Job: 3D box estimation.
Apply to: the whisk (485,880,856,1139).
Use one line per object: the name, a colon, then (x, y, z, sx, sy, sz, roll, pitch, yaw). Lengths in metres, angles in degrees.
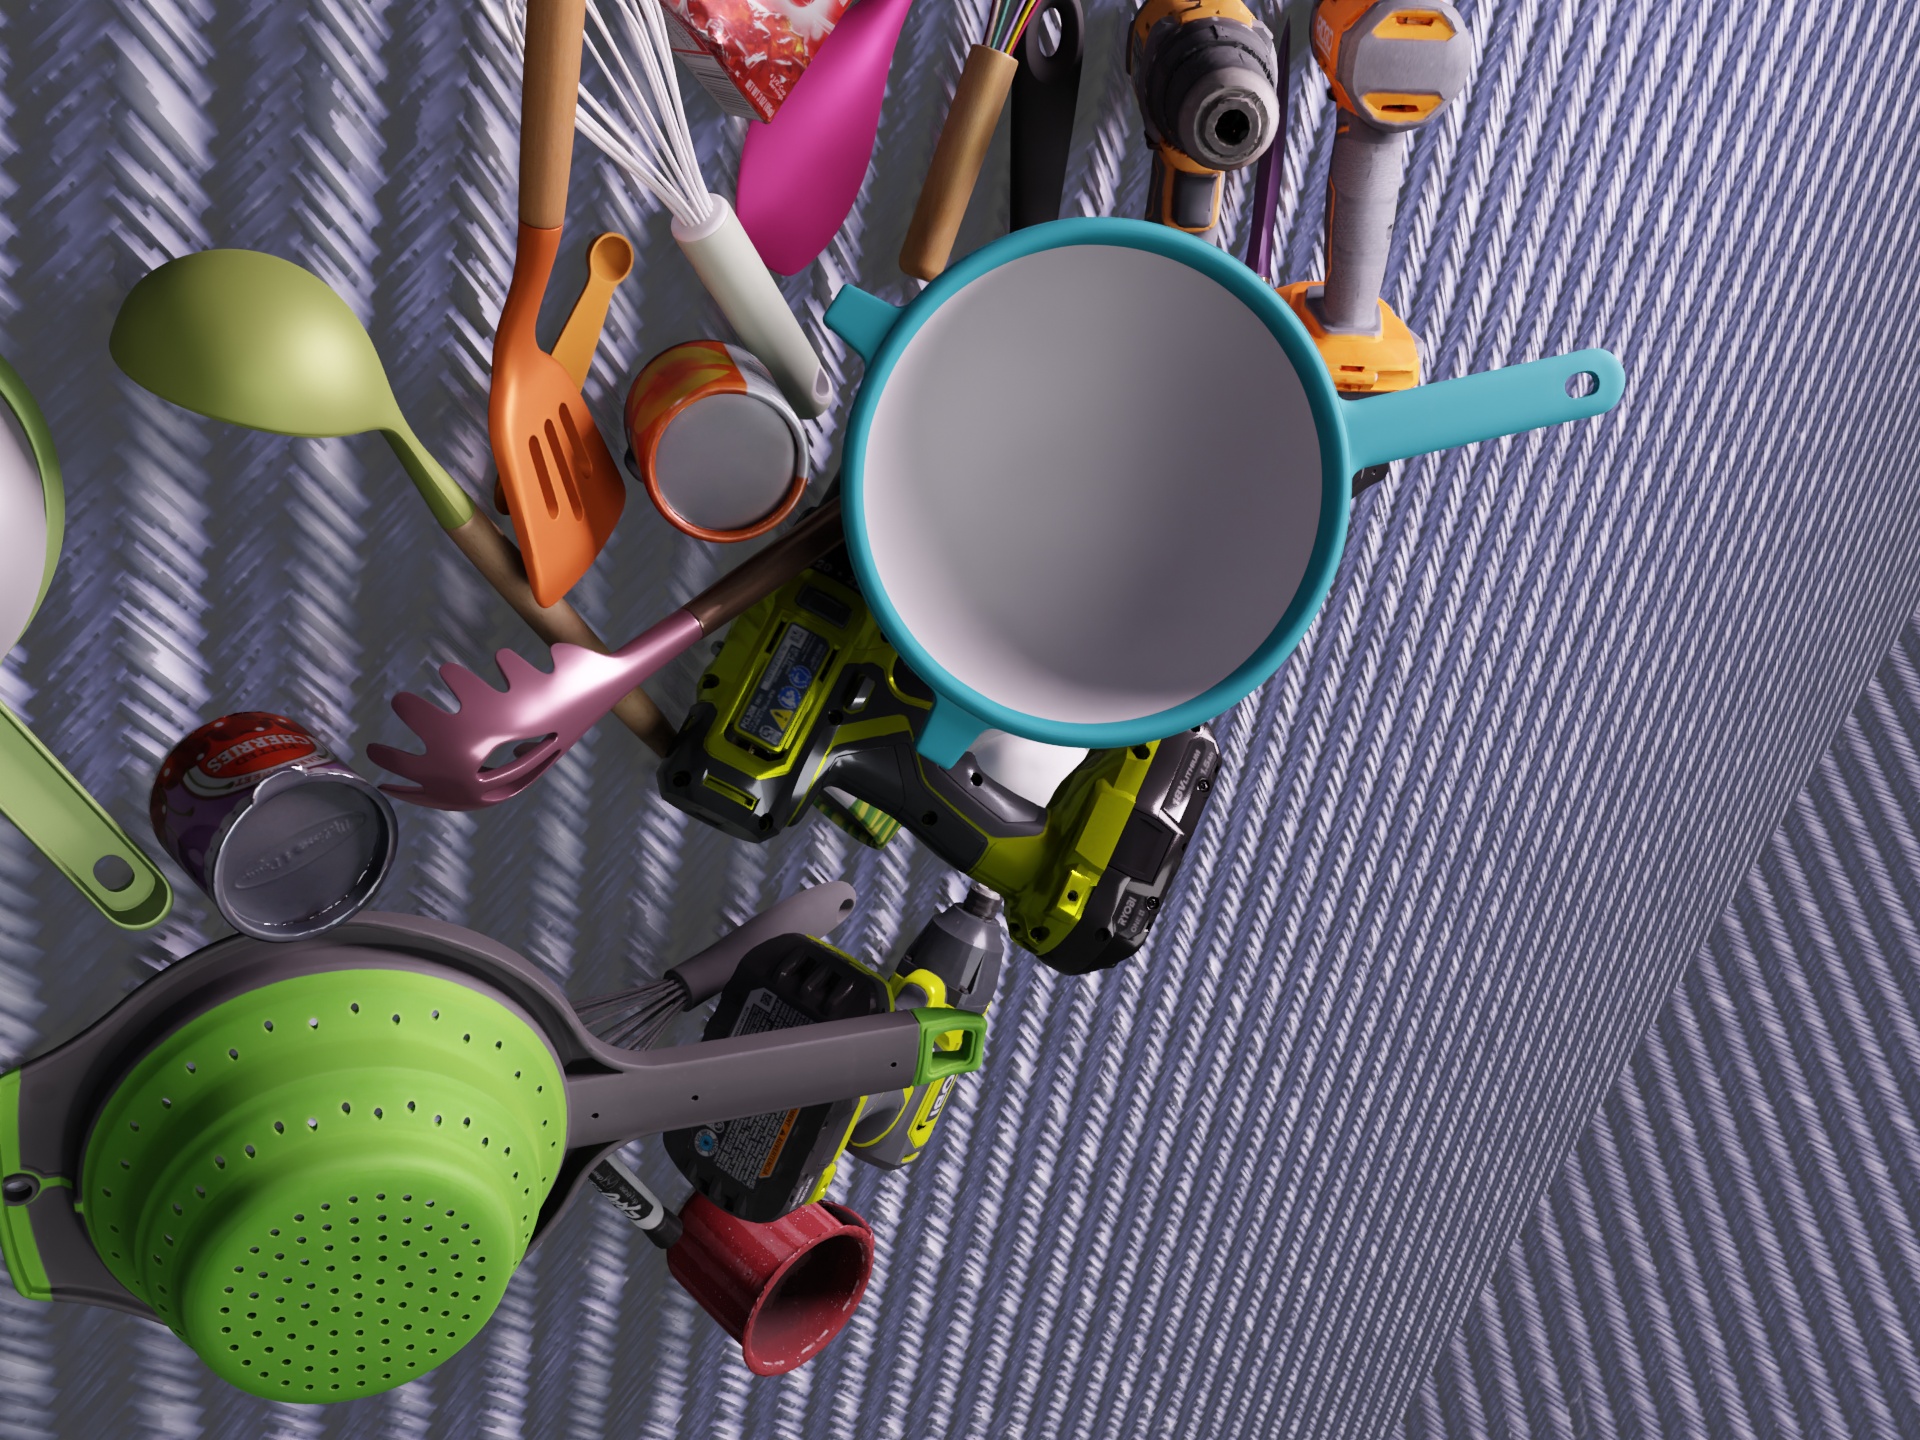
whisk: (-0.136, 0.135, 0.778, 0.239, 0.055, 0.055, -28, 132, -43)

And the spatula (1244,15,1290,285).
spatula: (0.155, -0.211, 0.850, 0.060, 0.018, 0.316, -34, 130, -80)

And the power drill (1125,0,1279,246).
power drill: (0.106, -0.214, 0.741, 0.185, 0.084, 0.226, -89, -179, -58)

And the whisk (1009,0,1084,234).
whisk: (0.032, -0.192, 0.757, 0.073, 0.073, 0.295, -17, 119, -43)

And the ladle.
ladle: (-0.184, -0.054, 0.595, 0.062, 0.078, 0.319, -43, 148, -8)

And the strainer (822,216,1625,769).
strainer: (0.111, -0.113, 0.687, 0.340, 0.095, 0.211, -14, 100, -10)

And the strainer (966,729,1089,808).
strainer: (0.053, -0.014, 0.849, 0.087, 0.050, 0.258, 5, 132, -14)

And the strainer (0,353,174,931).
strainer: (-0.302, -0.010, 0.466, 0.151, 0.069, 0.256, -43, 138, -23)

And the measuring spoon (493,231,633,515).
measuring spoon: (-0.156, -0.133, 0.613, 0.021, 0.011, 0.117, 13, 106, -52)

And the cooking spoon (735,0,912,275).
cooking spoon: (-0.010, -0.331, 0.648, 0.068, 0.017, 0.319, 22, 96, -54)

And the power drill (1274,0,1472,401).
power drill: (0.211, -0.284, 0.858, 0.164, 0.084, 0.226, -86, 178, -55)

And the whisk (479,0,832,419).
whisk: (-0.104, -0.197, 0.604, 0.246, 0.059, 0.058, 57, 38, -55)

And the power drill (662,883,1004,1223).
power drill: (-0.050, 0.170, 0.850, 0.171, 0.080, 0.223, -66, 159, 7)

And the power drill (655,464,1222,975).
power drill: (-0.001, -0.002, 0.734, 0.228, 0.080, 0.191, 29, 75, -11)

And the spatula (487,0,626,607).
spatula: (-0.126, -0.183, 0.517, 0.081, 0.041, 0.322, -69, 178, -49)

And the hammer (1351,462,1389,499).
hammer: (0.164, -0.089, 0.997, 0.335, 0.035, 0.146, -37, 136, -30)

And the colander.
colander: (-0.155, 0.175, 0.626, 0.397, 0.095, 0.204, -4, 117, -25)

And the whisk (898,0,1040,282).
whisk: (0.025, -0.307, 0.680, 0.051, 0.047, 0.245, -66, 178, -73)

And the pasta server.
pasta server: (-0.096, -0.057, 0.651, 0.316, 0.040, 0.060, -40, 153, -33)
